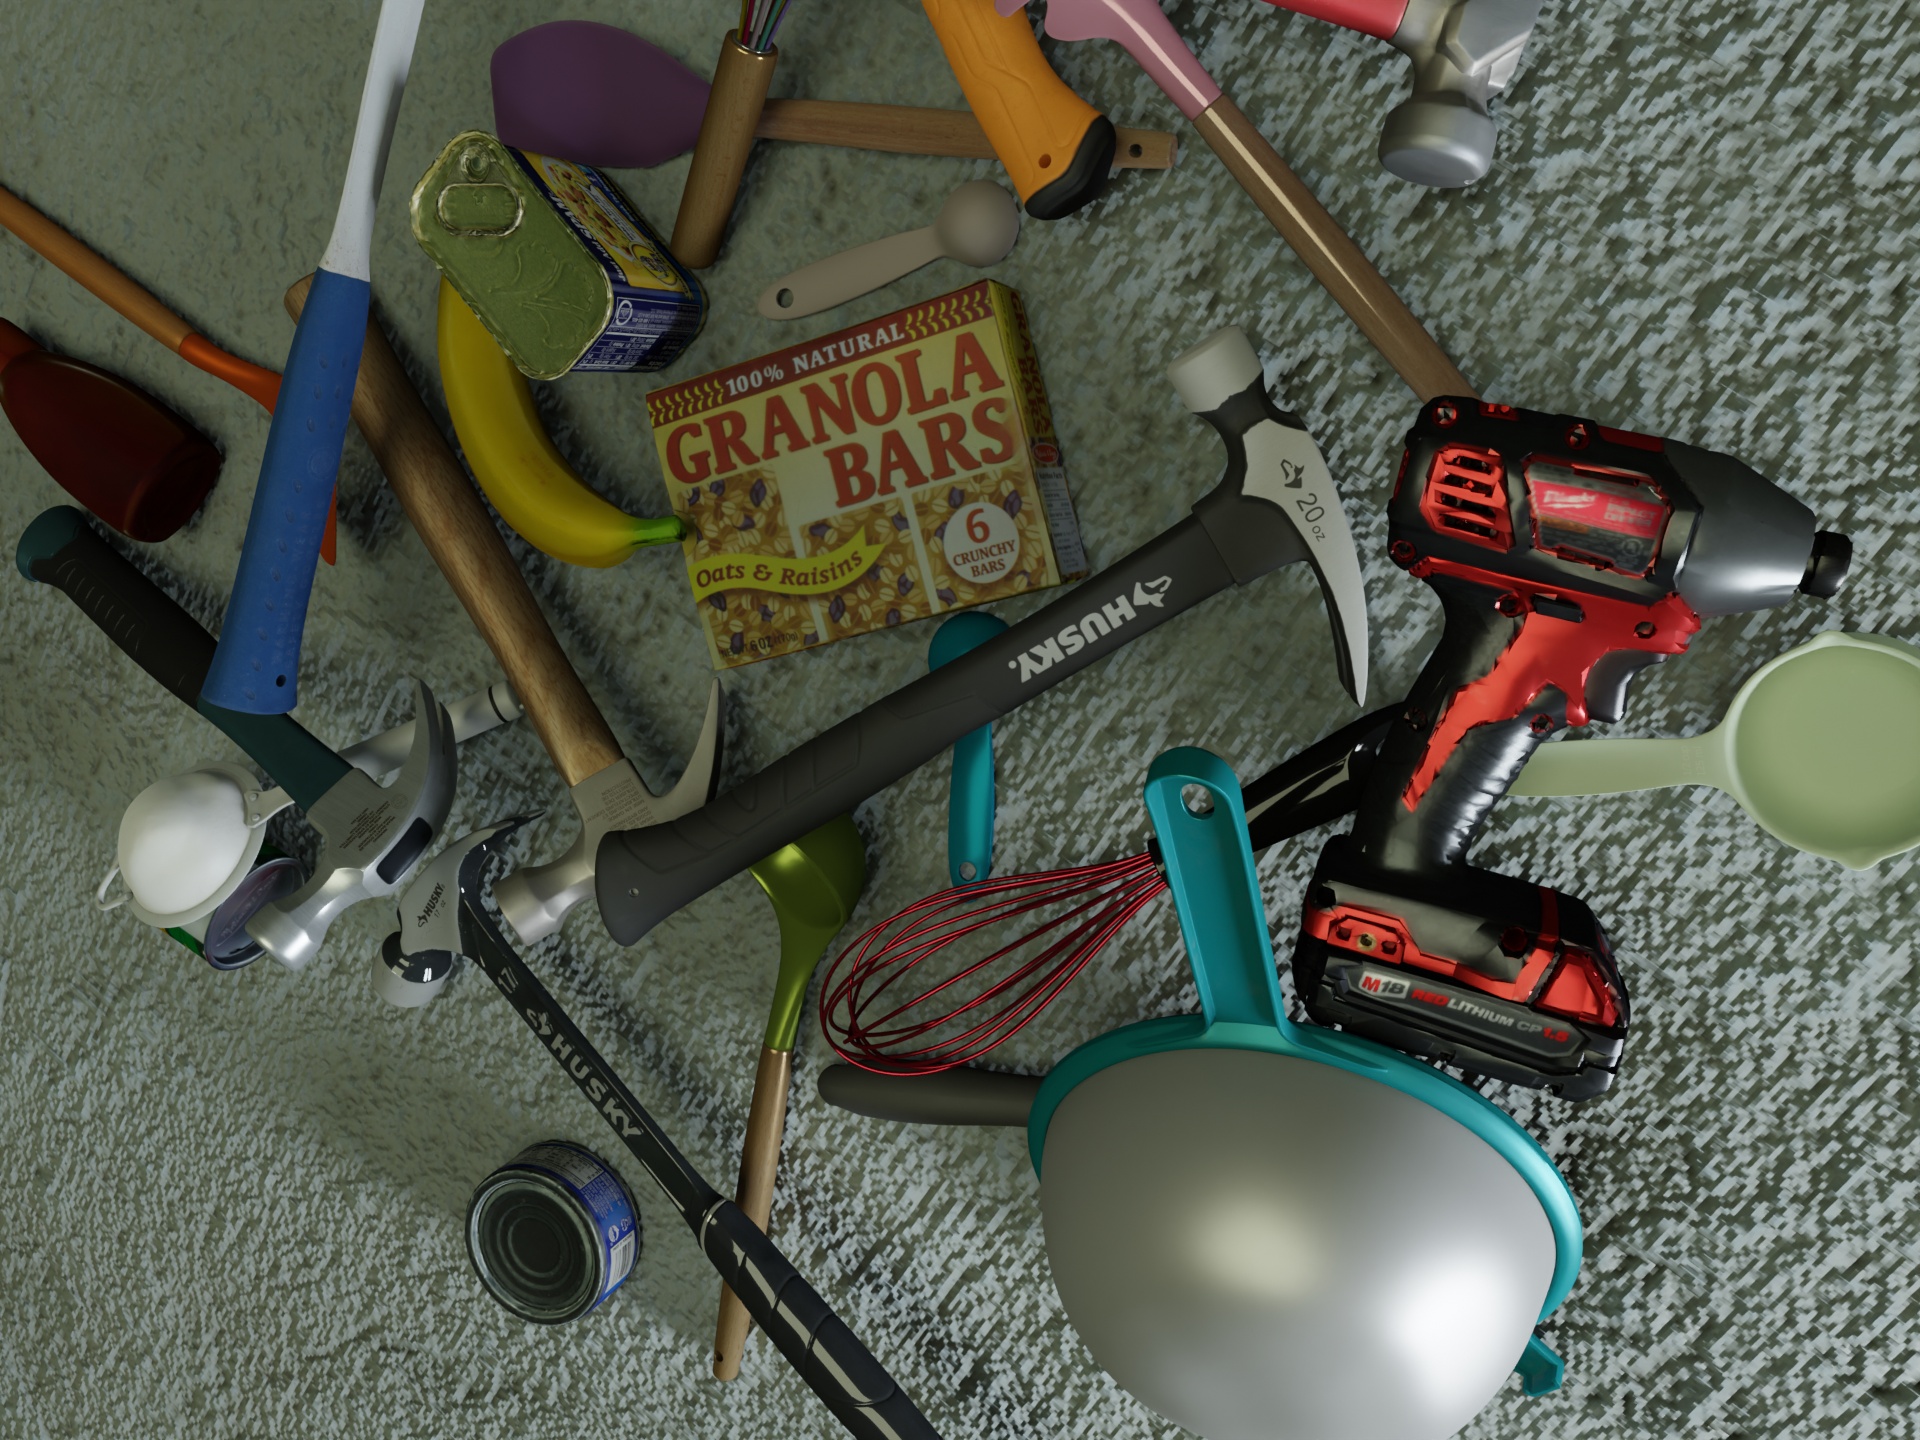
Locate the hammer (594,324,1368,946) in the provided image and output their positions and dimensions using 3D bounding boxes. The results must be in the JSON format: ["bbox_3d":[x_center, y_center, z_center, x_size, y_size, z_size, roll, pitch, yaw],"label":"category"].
[{"bbox_3d":[-0.001,-0.002,0.621,0.335,0.035,0.146,-31,102,10],"label":"hammer"}]

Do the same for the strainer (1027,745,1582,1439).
[{"bbox_3d":[0.098,0.163,0.548,0.211,0.095,0.340,1,131,24],"label":"strainer"}]

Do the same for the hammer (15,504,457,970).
[{"bbox_3d":[-0.363,-0.019,0.764,0.331,0.033,0.128,33,68,28],"label":"hammer"}]

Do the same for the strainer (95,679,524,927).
[{"bbox_3d":[-0.316,0.029,0.766,0.258,0.050,0.087,-23,60,2],"label":"strainer"}]

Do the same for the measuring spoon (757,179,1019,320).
[{"bbox_3d":[-0.035,-0.191,0.660,0.124,0.018,0.034,-14,95,24],"label":"measuring spoon"}]

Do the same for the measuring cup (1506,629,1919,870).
[{"bbox_3d":[0.272,0.011,0.575,0.167,0.038,0.083,-6,98,39],"label":"measuring cup"}]

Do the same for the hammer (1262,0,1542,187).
[{"bbox_3d":[0.010,-0.298,0.518,0.386,0.038,0.143,14,92,-7],"label":"hammer"}]

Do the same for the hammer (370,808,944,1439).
[{"bbox_3d":[-0.119,0.212,0.722,0.409,0.036,0.149,45,125,14],"label":"hammer"}]

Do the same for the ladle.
[{"bbox_3d":[-0.096,0.175,0.733,0.078,0.062,0.320,24,112,37],"label":"ladle"}]

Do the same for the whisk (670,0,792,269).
[{"bbox_3d":[-0.078,-0.282,0.610,0.051,0.047,0.244,43,133,16],"label":"whisk"}]

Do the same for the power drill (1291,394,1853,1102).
[{"bbox_3d":[0.202,0.009,0.548,0.143,0.078,0.219,15,107,14],"label":"power drill"}]

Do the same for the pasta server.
[{"bbox_3d":[0.105,-0.197,0.575,0.060,0.040,0.316,-44,97,-9],"label":"pasta server"}]

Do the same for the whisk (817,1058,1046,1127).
[{"bbox_3d":[0.042,0.166,0.682,0.239,0.055,0.055,-1,99,25],"label":"whisk"}]

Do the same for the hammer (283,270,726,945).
[{"bbox_3d":[-0.217,-0.071,0.724,0.130,0.031,0.331,-30,79,-11],"label":"hammer"}]

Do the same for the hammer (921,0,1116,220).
[{"bbox_3d":[-0.035,-0.343,0.612,0.127,0.034,0.337,-27,86,23],"label":"hammer"}]

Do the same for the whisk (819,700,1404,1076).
[{"bbox_3d":[0.066,0.069,0.650,0.296,0.073,0.073,-30,88,16],"label":"whisk"}]

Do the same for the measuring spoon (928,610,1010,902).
[{"bbox_3d":[0.002,0.018,0.681,0.042,0.021,0.128,5,100,20],"label":"measuring spoon"}]

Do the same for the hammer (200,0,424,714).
[{"bbox_3d":[-0.258,-0.197,0.659,0.035,0.144,0.405,21,102,16],"label":"hammer"}]

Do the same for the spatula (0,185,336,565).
[{"bbox_3d":[-0.407,-0.196,0.791,0.323,0.041,0.081,35,135,14],"label":"spatula"}]

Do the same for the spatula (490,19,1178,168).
[{"bbox_3d":[-0.064,-0.251,0.659,0.316,0.018,0.059,13,118,19],"label":"spatula"}]
